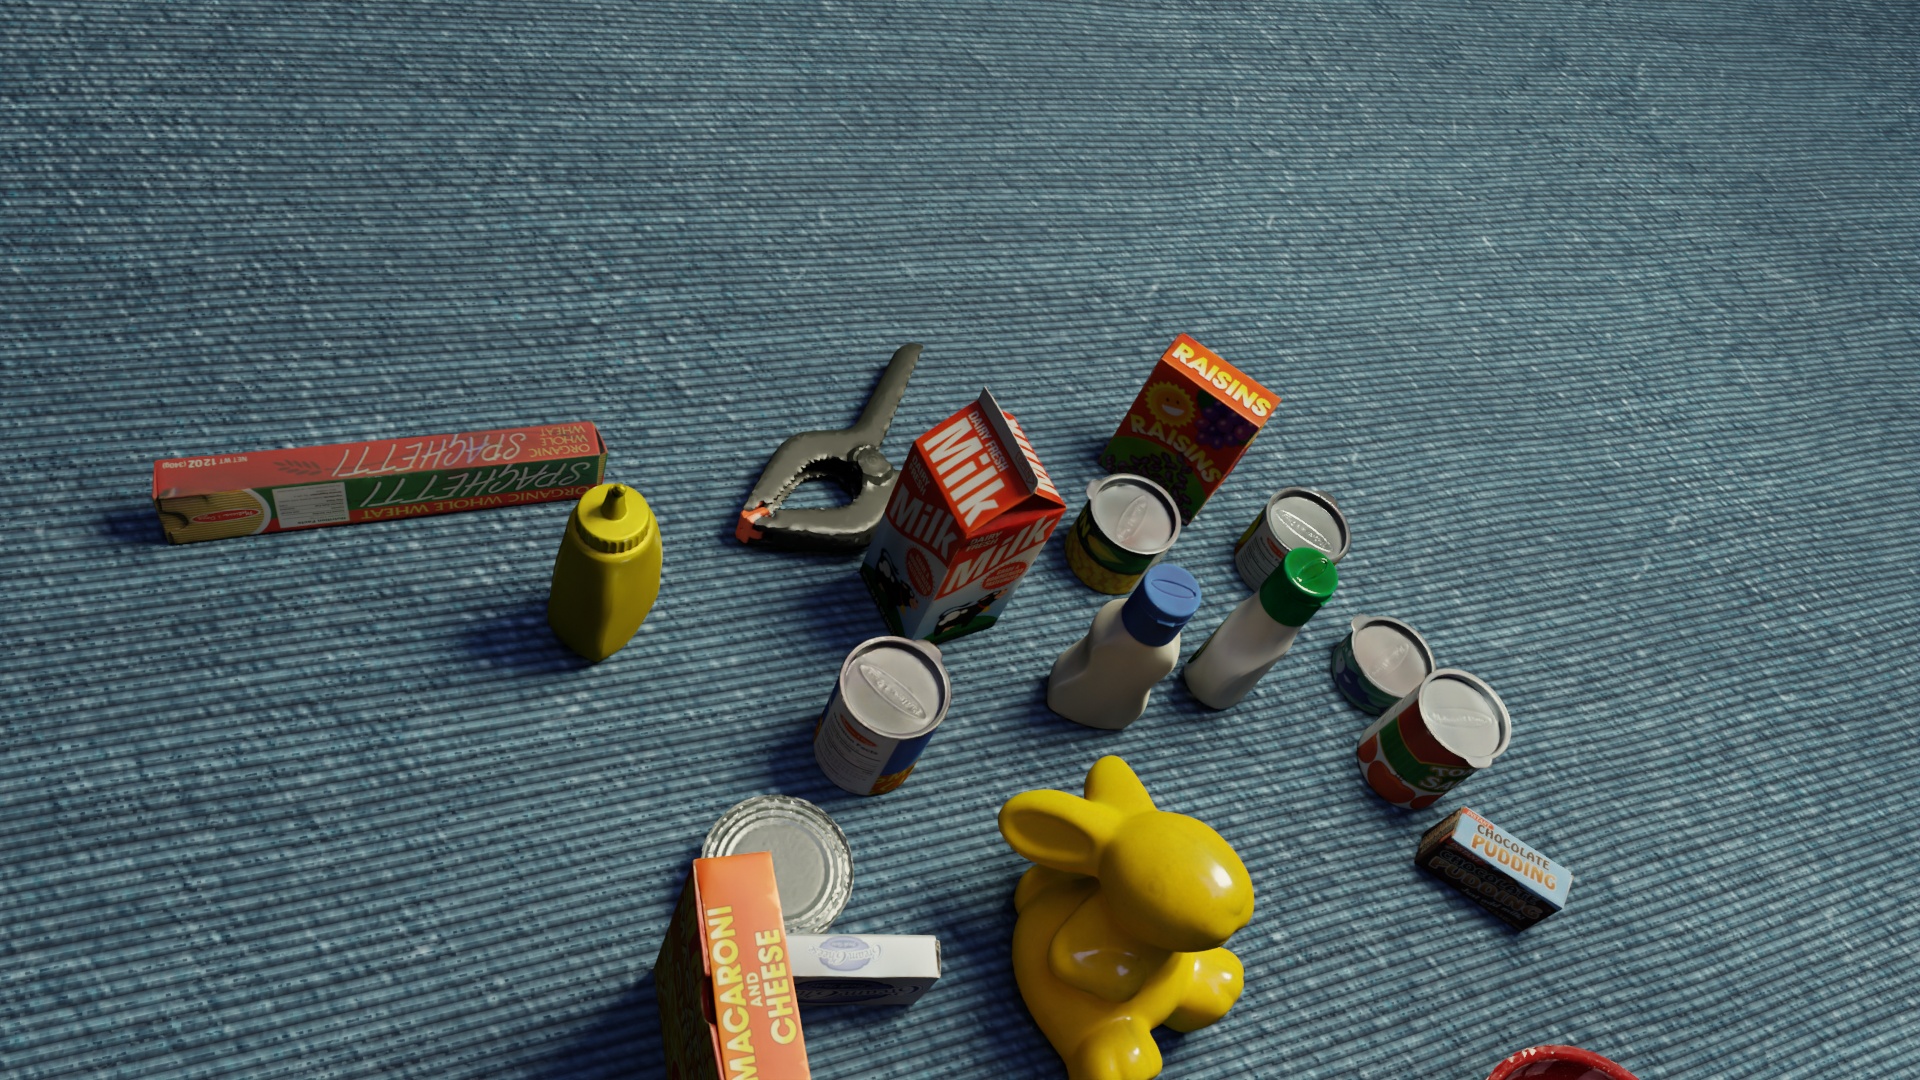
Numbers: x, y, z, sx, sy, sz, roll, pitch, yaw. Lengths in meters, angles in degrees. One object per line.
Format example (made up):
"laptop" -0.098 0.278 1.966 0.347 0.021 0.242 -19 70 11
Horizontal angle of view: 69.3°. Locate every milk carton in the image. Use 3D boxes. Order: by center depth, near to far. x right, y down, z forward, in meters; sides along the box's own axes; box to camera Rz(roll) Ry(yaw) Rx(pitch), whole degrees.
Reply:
"milk carton" 0.003 -0.011 0.855 0.074 0.189 0.072 -16 64 -27

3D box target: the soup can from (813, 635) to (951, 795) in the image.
"soup can" -0.046 0.104 0.826 0.071 0.083 0.072 9 55 -13

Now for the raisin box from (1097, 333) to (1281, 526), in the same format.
"raisin box" 0.162 -0.078 0.998 0.086 0.122 0.040 37 53 8

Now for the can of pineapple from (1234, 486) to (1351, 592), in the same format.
"can of pineapple" 0.242 0.003 1.010 0.071 0.057 0.071 9 55 -13

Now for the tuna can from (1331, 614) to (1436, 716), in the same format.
"tuna can" 0.299 0.088 0.987 0.071 0.032 0.071 9 55 -13

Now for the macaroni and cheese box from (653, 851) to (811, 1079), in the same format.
"macaroni and cheese box" -0.113 0.237 0.661 0.040 0.165 0.124 -3 58 -21

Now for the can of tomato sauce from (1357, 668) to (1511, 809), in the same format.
"can of tomato sauce" 0.316 0.136 0.929 0.071 0.082 0.071 9 55 -13

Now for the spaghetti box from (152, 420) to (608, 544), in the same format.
"spaghetti box" -0.344 -0.037 0.842 0.251 0.050 0.029 -8 60 -24

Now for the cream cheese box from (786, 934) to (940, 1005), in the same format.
"cream cheese box" -0.067 0.232 0.750 0.104 0.053 0.024 5 56 -16

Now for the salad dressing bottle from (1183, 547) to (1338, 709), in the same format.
"salad dressing bottle" 0.194 0.058 0.900 0.064 0.146 0.044 -28 69 -32

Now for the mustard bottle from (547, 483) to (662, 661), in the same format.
"mustard bottle" -0.200 0.009 0.791 0.049 0.159 0.065 34 53 5

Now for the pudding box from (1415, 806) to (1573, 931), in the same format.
"pudding box" 0.348 0.214 0.907 0.084 0.049 0.030 33 53 5

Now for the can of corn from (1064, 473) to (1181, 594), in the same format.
"can of corn" 0.110 -0.005 0.971 0.071 0.058 0.071 9 55 -13

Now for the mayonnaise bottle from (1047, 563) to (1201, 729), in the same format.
"mayonnaise bottle" 0.104 0.067 0.863 0.065 0.147 0.041 16 53 -8
